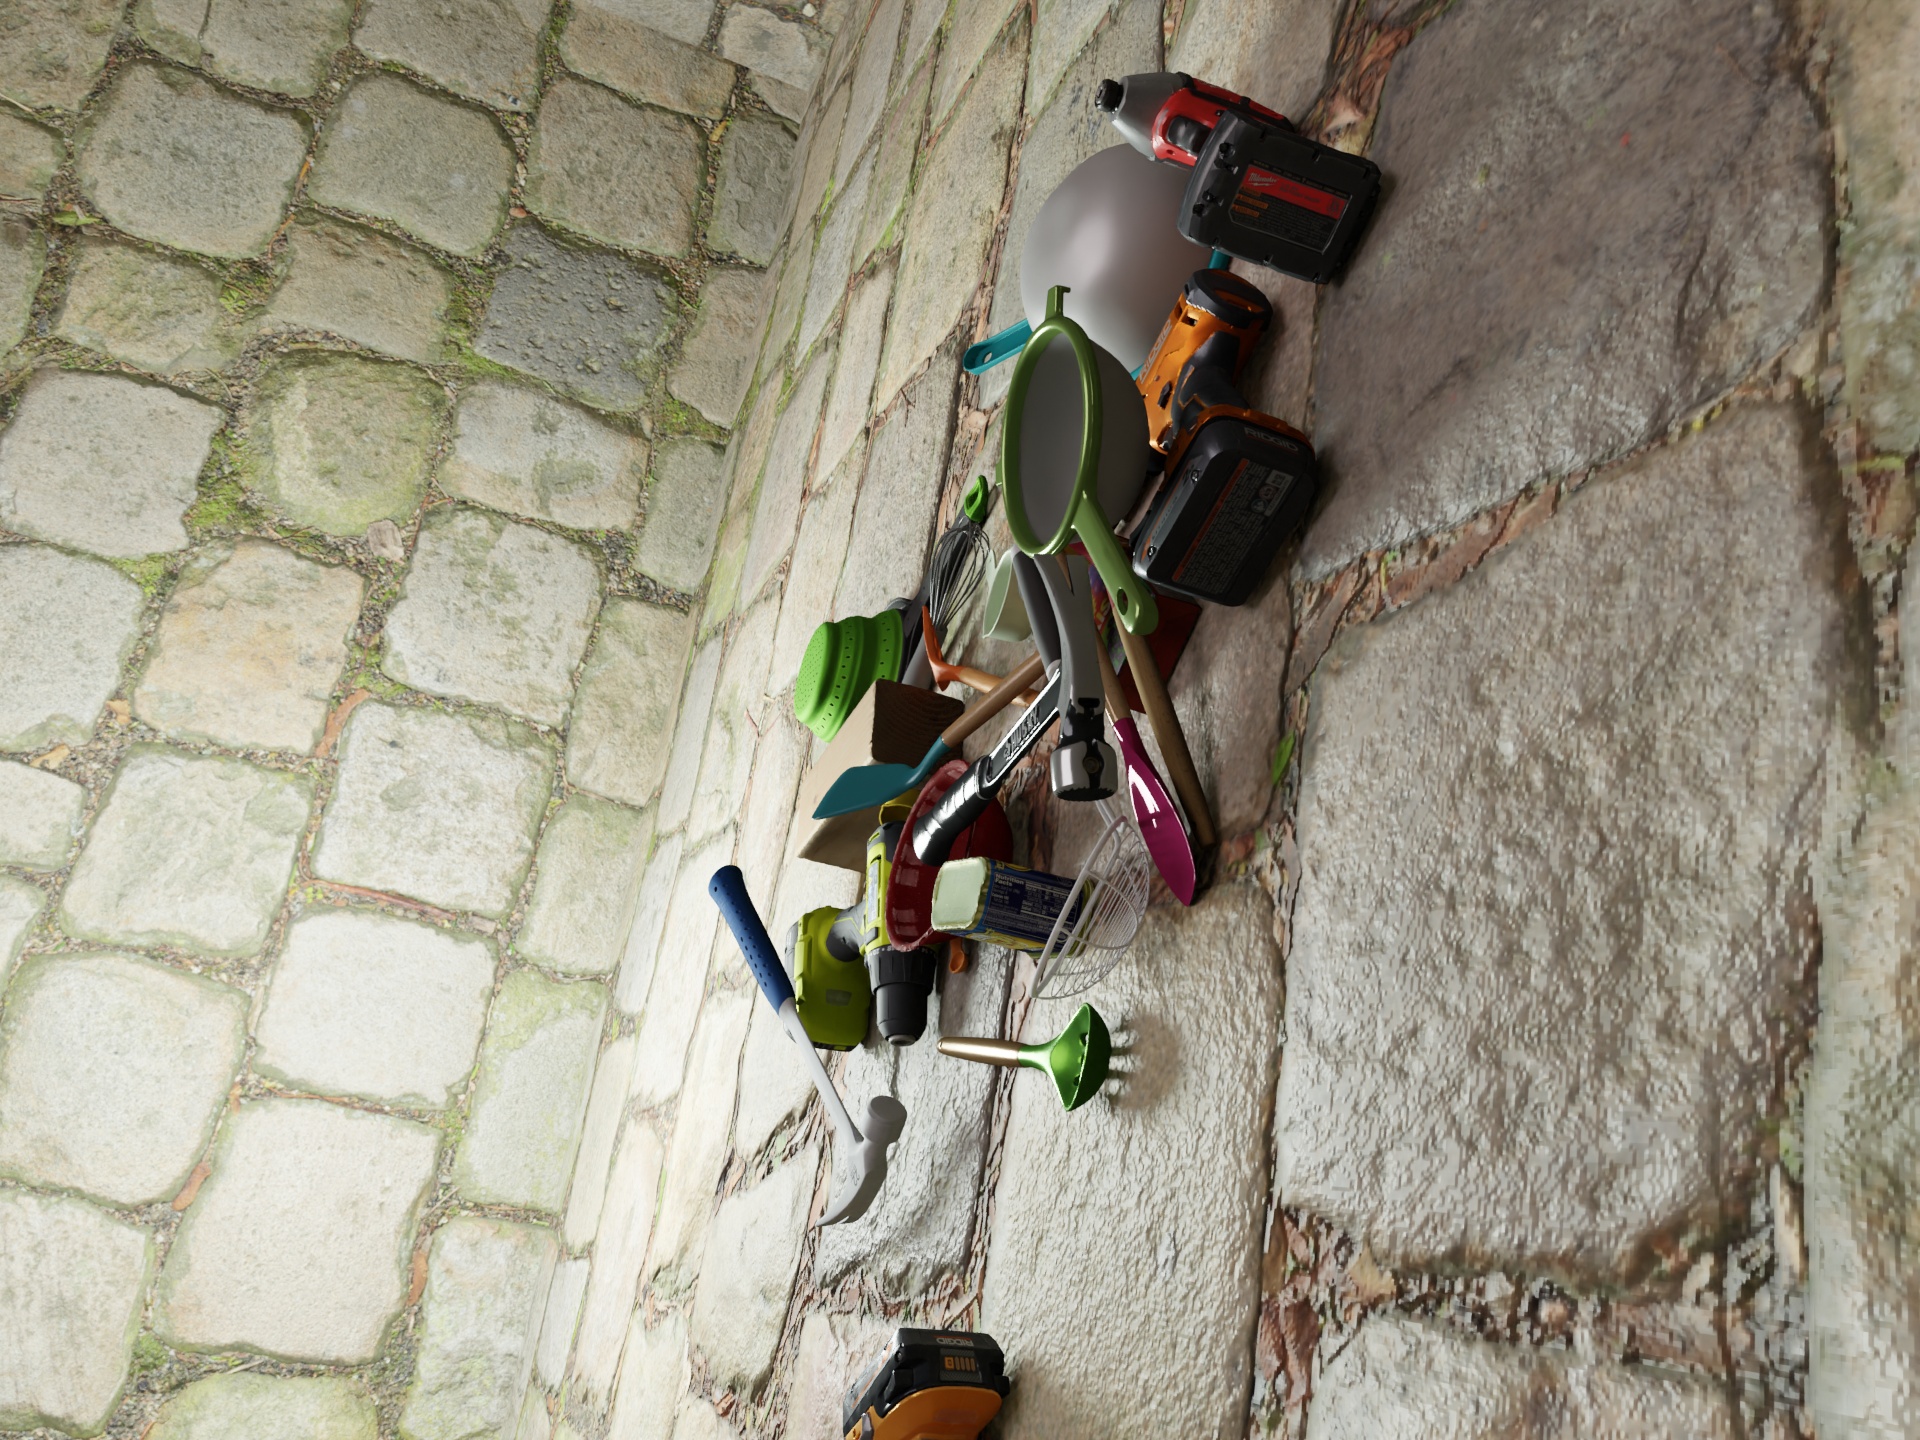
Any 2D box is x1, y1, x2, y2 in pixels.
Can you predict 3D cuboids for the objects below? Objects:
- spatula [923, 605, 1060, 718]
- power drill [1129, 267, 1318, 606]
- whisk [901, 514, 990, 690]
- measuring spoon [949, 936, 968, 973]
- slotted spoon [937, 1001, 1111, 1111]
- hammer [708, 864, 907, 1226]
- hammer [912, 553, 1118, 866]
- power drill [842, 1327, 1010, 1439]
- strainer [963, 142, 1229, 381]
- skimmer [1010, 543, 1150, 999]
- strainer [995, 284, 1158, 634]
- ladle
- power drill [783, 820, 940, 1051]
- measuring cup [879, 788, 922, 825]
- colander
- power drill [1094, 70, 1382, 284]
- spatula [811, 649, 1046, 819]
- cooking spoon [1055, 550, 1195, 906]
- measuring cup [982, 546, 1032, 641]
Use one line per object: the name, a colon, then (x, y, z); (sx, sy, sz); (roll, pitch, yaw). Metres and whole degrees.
spatula: (0.023, -0.039, 1.373); (0.323, 0.041, 0.081); (24, 134, 64)
power drill: (0.155, -0.177, 1.047); (0.227, 0.084, 0.164); (-90, 22, -49)
whisk: (-0.025, -0.091, 1.545); (0.055, 0.055, 0.238); (-104, 30, -56)
measuring spoon: (0.000, 0.164, 1.325); (0.021, 0.011, 0.117); (-43, 30, 31)
slotted spoon: (0.039, 0.235, 1.127); (0.314, 0.031, 0.070); (154, 129, -68)
hammer: (-0.153, 0.269, 1.420); (0.406, 0.035, 0.144); (52, 130, 49)
hammer: (0.021, 0.027, 1.049); (0.409, 0.036, 0.149); (127, 142, -68)
power drill: (-0.003, 0.489, 0.964); (0.226, 0.084, 0.185); (-102, 33, -46)
strainer: (0.075, -0.357, 1.289); (0.340, 0.095, 0.211); (-13, 64, 55)
skimmer: (0.053, 0.016, 1.084); (0.127, 0.090, 0.364); (100, 161, -52)
strainer: (0.093, -0.139, 0.966); (0.257, 0.069, 0.151); (-109, 28, -43)
ladle: (0.113, -0.054, 1.037); (0.069, 0.031, 0.316); (121, 141, -49)
power drill: (-0.084, 0.217, 1.420); (0.228, 0.080, 0.191); (135, 141, -52)
measuring cup: (-0.013, 0.065, 1.397); (0.156, 0.062, 0.029); (-37, 20, 44)
colander: (-0.086, -0.100, 1.647); (0.205, 0.094, 0.397); (-97, 28, -49)
power drill: (0.174, -0.372, 1.048); (0.220, 0.143, 0.078); (-107, 34, -54)
spatula: (-0.002, -0.004, 1.295); (0.317, 0.044, 0.082); (-40, 10, 34)
cooking spoon: (0.100, -0.017, 1.052); (0.068, 0.017, 0.319); (93, 163, -52)
measuring cup: (0.045, -0.119, 1.387); (0.168, 0.038, 0.083); (-99, 25, -69)
